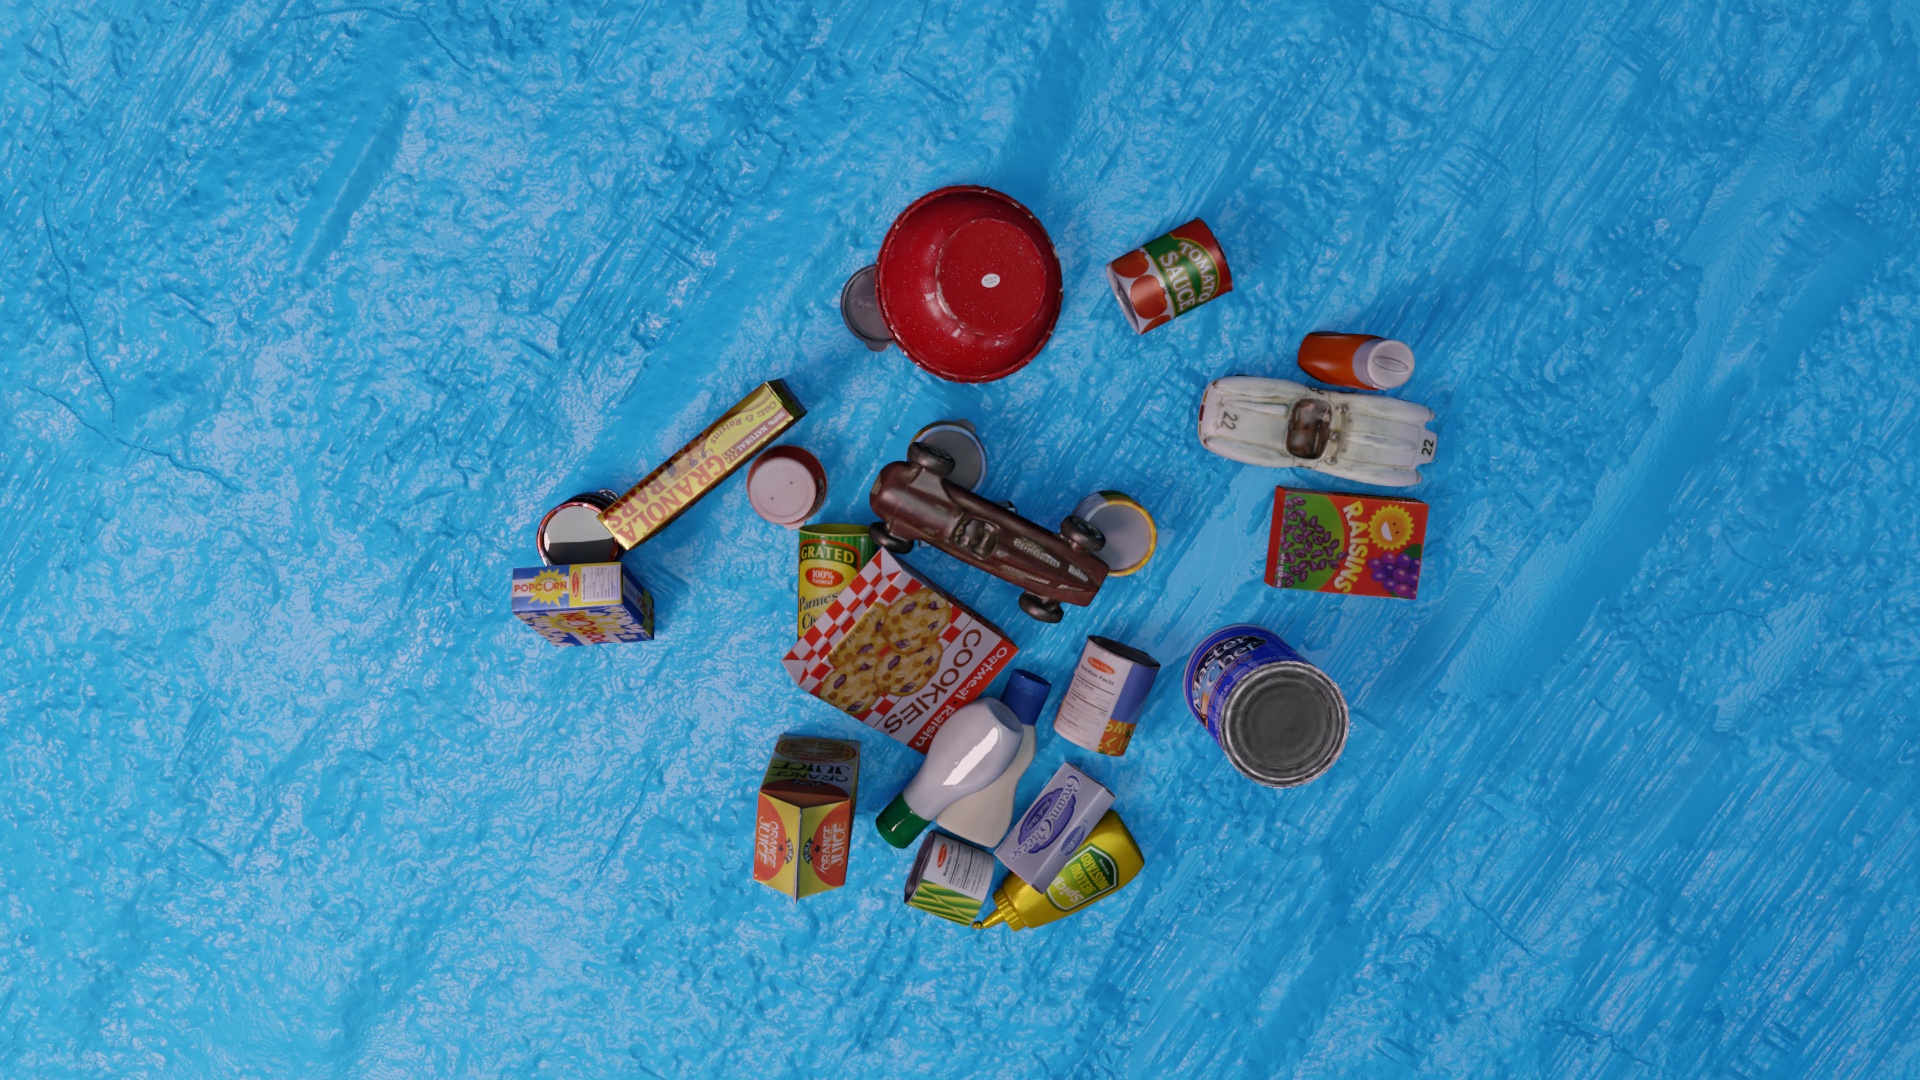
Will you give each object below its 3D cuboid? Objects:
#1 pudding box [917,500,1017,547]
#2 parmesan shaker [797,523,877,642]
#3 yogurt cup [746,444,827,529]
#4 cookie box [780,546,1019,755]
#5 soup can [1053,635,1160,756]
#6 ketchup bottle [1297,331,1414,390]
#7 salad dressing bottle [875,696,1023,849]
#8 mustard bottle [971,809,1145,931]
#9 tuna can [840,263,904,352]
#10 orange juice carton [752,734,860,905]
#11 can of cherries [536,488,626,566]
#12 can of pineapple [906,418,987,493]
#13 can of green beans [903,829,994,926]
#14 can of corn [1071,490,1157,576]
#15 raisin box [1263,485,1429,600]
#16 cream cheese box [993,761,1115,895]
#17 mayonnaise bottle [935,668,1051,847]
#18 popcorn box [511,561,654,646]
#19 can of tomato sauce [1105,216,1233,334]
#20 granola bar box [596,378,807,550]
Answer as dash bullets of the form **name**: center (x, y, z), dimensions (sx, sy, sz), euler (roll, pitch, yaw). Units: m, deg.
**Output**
- **pudding box**: center (0.004, -0.014, 1.154), dimensions (0.084, 0.050, 0.030), euler (-4, 100, -3)
- **parmesan shaker**: center (-0.099, 0.041, 1.148), dimensions (0.071, 0.071, 0.103), euler (1, 98, -3)
- **yogurt cup**: center (-0.144, -0.043, 1.142), dimensions (0.072, 0.054, 0.072), euler (0, 97, -2)
- **cookie box**: center (-0.045, 0.093, 1.126), dimensions (0.123, 0.040, 0.167), euler (-48, 135, 5)
- **soup can**: center (0.125, 0.131, 1.173), dimensions (0.071, 0.071, 0.083), euler (20, 97, -5)
- **ketchup bottle**: center (0.317, -0.142, 1.102), dimensions (0.065, 0.149, 0.043), euler (14, 99, -4)
- **salad dressing bottle**: center (-0.011, 0.195, 1.155), dimensions (0.147, 0.044, 0.064), euler (-47, 64, 15)
- **mustard bottle**: center (0.080, 0.297, 1.199), dimensions (0.160, 0.049, 0.065), euler (-33, 101, 2)
- **tuna can**: center (-0.065, -0.190, 1.136), dimensions (0.071, 0.033, 0.071), euler (0, 98, -3)
- **orange juice carton**: center (-0.122, 0.218, 1.107), dimensions (0.073, 0.193, 0.071), euler (5, 99, -2)
- **can of cherries**: center (-0.307, -0.006, 1.137), dimensions (0.071, 0.058, 0.071), euler (0, 98, -2)
- **can of pineapple**: center (-0.011, -0.066, 1.142), dimensions (0.071, 0.058, 0.071), euler (0, 98, -2)
- **can of green beans**: center (-0.010, 0.289, 1.186), dimensions (0.058, 0.071, 0.071), euler (23, 96, -6)
- **can of corn**: center (0.129, -0.005, 1.157), dimensions (0.071, 0.058, 0.071), euler (0, 98, -2)
- **raisin box**: center (0.326, 0.003, 1.177), dimensions (0.123, 0.040, 0.086), euler (5, 97, -2)
- **cream cheese box**: center (0.080, 0.242, 1.178), dimensions (0.104, 0.053, 0.024), euler (-50, 131, -10)
- **mayonnaise bottle**: center (0.033, 0.184, 1.187), dimensions (0.065, 0.041, 0.148), euler (24, 95, 1)
- **popcorn box**: center (-0.299, 0.052, 1.110), dimensions (0.085, 0.126, 0.038), euler (-4, 74, -2)
- **can of tomato sauce**: center (0.169, -0.213, 1.125), dimensions (0.083, 0.071, 0.071), euler (-26, 98, 2)
- **granola bar box**: center (-0.200, -0.062, 1.101), dimensions (0.165, 0.124, 0.039), euler (-38, 97, 3)
